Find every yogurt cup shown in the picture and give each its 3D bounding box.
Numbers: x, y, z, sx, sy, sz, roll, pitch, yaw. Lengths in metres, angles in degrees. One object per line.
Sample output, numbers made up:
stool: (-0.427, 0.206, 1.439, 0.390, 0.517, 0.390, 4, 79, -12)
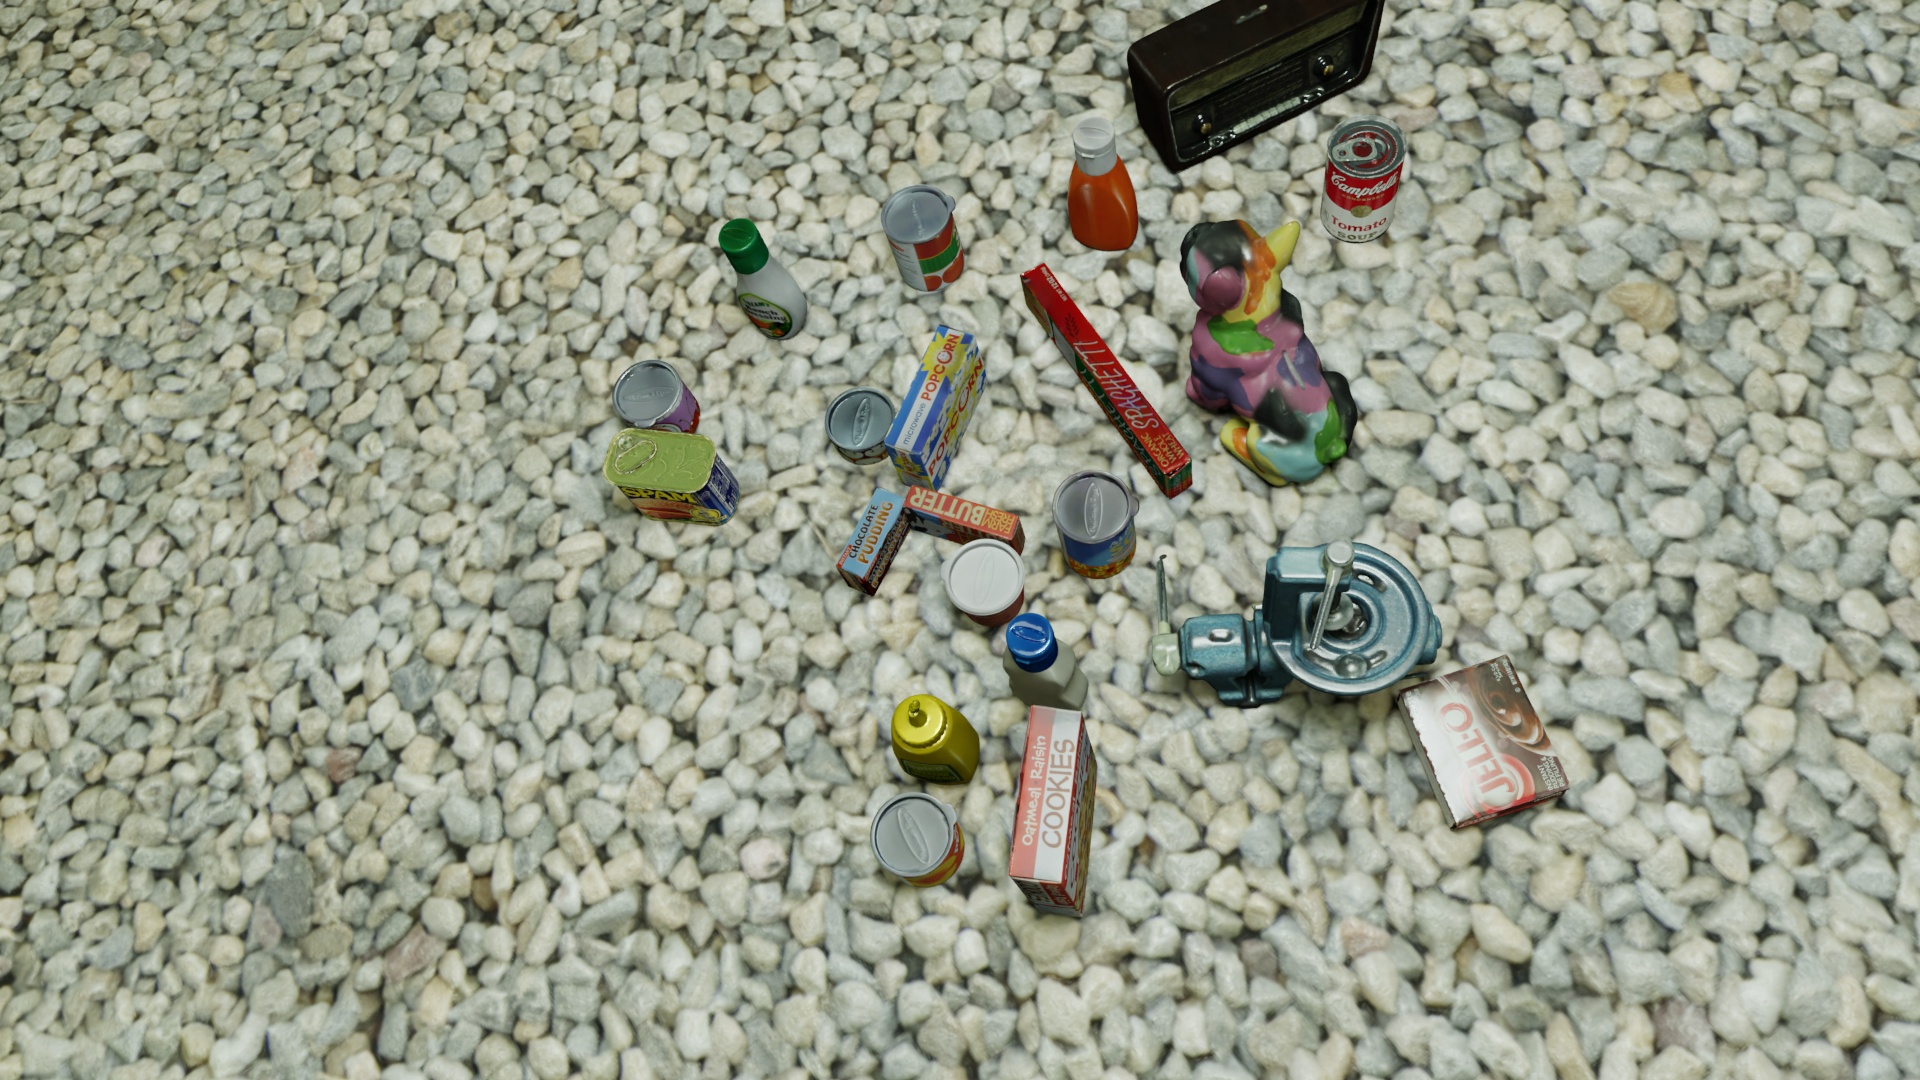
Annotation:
yogurt cup: (0.024, 0.039, 1.179, 0.072, 0.053, 0.072, -4, 66, 9)

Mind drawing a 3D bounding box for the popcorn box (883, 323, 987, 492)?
popcorn box: (-0.021, -0.116, 1.238, 0.038, 0.085, 0.127, 18, 71, 17)

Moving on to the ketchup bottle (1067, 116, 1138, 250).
ketchup bottle: (0.127, -0.324, 1.267, 0.065, 0.148, 0.044, 14, 71, 16)

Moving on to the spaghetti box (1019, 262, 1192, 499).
spaghetti box: (0.129, -0.145, 1.243, 0.029, 0.050, 0.251, -31, 65, -4)

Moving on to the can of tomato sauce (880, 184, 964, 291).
can of tomato sauce: (-0.033, -0.286, 1.315, 0.071, 0.083, 0.071, -4, 67, 9)

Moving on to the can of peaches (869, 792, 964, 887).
can of peaches: (-0.031, 0.237, 1.101, 0.071, 0.058, 0.071, -4, 66, 9)

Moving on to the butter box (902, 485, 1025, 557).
butter box: (0.004, -0.015, 1.207, 0.103, 0.053, 0.024, 17, 71, 17)

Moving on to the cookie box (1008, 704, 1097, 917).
cookie box: (0.071, 0.205, 1.036, 0.040, 0.167, 0.123, 4, 68, 12)

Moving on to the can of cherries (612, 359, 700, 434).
can of cherries: (-0.285, -0.125, 1.304, 0.071, 0.058, 0.072, -4, 66, 9)

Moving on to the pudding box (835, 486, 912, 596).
pudding box: (-0.074, 0.001, 1.216, 0.030, 0.049, 0.084, 22, 72, 18)

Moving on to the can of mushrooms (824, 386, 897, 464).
can of mushrooms: (-0.086, -0.105, 1.273, 0.071, 0.033, 0.071, -4, 66, 9)

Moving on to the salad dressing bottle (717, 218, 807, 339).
salad dressing bottle: (-0.185, -0.242, 1.287, 0.064, 0.147, 0.044, 16, 71, 16)

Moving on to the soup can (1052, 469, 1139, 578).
soup can: (0.117, -0.012, 1.169, 0.071, 0.083, 0.071, -4, 67, 9)

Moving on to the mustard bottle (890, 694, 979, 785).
mustard bottle: (-0.025, 0.152, 1.081, 0.065, 0.159, 0.049, 4, 68, 12)

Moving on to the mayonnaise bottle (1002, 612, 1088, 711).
mayonnaise bottle: (0.064, 0.098, 1.095, 0.065, 0.147, 0.041, 16, 71, 16)
